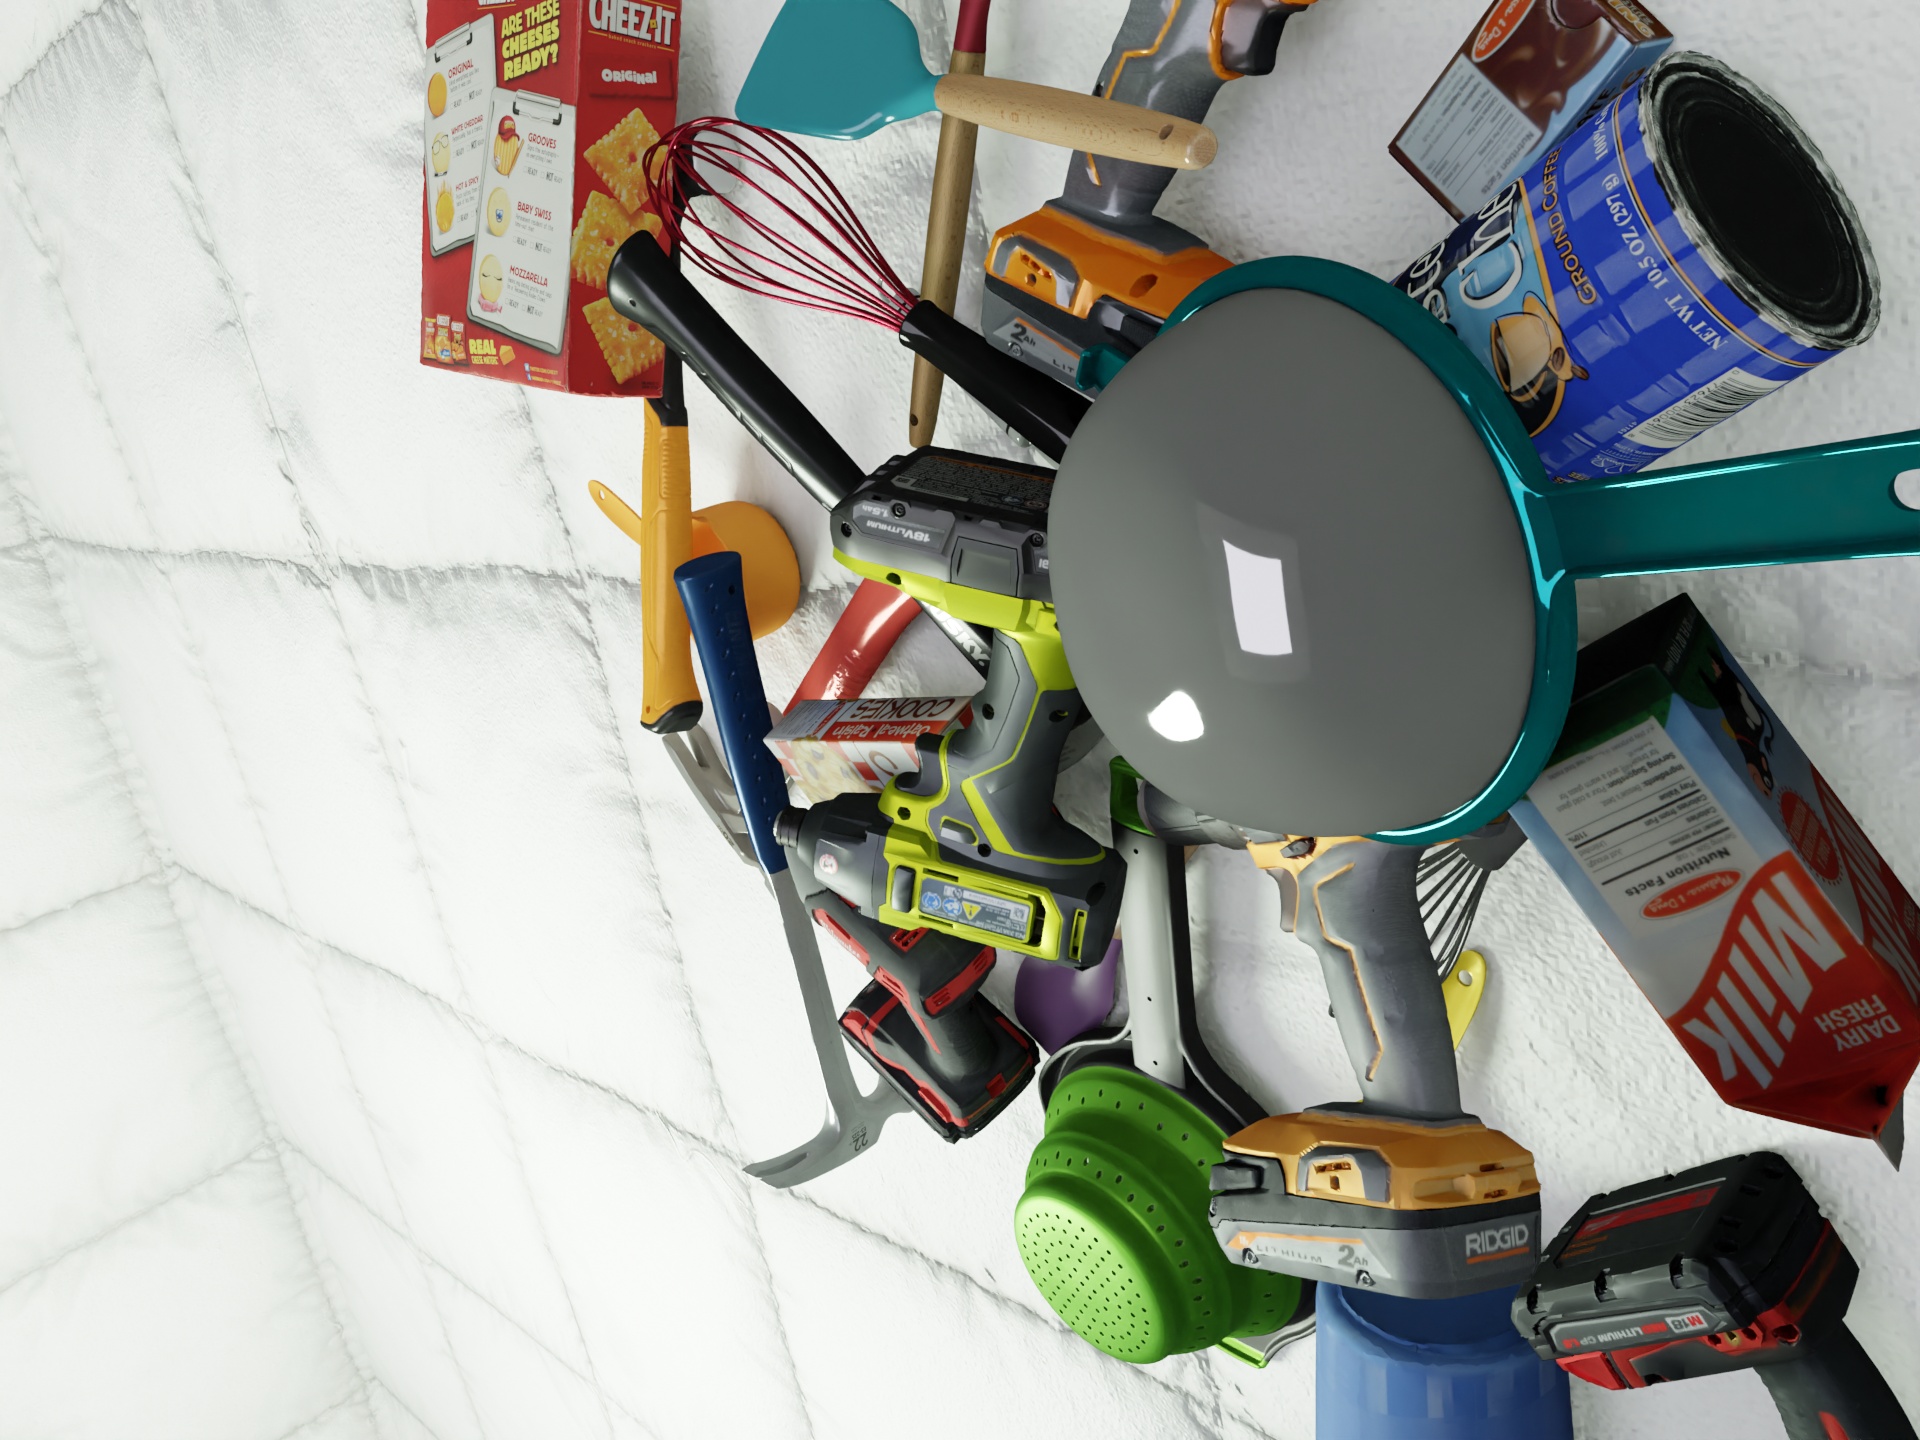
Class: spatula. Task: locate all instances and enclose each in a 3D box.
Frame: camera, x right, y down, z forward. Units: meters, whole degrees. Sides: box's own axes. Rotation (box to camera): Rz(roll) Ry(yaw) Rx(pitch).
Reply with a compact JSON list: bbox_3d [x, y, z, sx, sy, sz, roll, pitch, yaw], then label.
[{"bbox_3d":[0.091,0.095,0.842,0.060,0.018,0.315,46,140,17],"label":"spatula"},{"bbox_3d":[-0.002,-0.244,0.614,0.082,0.044,0.318,-59,36,9],"label":"spatula"}]

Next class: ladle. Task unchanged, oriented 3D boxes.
[{"bbox_3d":[0.001,-0.270,0.706,0.069,0.031,0.315,34,128,36],"label":"ladle"}]

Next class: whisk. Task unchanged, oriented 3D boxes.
[{"bbox_3d":[-0.035,-0.190,0.721,0.296,0.073,0.073,38,136,18],"label":"whisk"},{"bbox_3d":[0.217,0.052,0.654,0.055,0.055,0.238,47,135,20],"label":"whisk"}]

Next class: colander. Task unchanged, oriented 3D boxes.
[{"bbox_3d":[0.086,0.207,0.831,0.205,0.094,0.396,19,128,41],"label":"colander"}]

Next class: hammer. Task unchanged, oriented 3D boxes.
[{"bbox_3d":[-0.045,-0.105,0.780,0.334,0.035,0.146,46,148,-11],"label":"hammer"},{"bbox_3d":[-0.176,-0.160,0.925,0.127,0.034,0.337,11,104,45],"label":"hammer"},{"bbox_3d":[-0.109,0.098,0.958,0.035,0.144,0.405,10,121,42],"label":"hammer"},{"bbox_3d":[-0.088,-0.021,0.969,0.149,0.036,0.359,53,142,13],"label":"hammer"}]

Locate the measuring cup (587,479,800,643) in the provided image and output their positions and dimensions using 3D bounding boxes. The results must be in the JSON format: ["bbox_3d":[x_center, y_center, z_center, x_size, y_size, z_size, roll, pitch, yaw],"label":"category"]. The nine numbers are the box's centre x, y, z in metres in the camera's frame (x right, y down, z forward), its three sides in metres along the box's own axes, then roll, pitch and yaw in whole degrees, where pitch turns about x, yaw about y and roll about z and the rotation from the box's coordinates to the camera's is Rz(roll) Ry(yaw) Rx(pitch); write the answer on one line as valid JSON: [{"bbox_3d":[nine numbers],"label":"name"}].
[{"bbox_3d":[-0.166,-0.113,0.994,0.174,0.052,0.095,39,136,31],"label":"measuring cup"}]

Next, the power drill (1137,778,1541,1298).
[{"bbox_3d":[0.145,0.105,0.653,0.185,0.084,0.226,-14,75,54],"label":"power drill"}]

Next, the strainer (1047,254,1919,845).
[{"bbox_3d":[0.120,-0.040,0.480,0.340,0.095,0.211,2,112,64],"label":"strainer"}]

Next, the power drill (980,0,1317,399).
[{"bbox_3d":[0.094,-0.232,0.601,0.164,0.084,0.226,35,130,32],"label":"power drill"}]

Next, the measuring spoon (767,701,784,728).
[{"bbox_3d":[-0.124,0.042,1.004,0.034,0.018,0.124,34,135,33],"label":"measuring spoon"}]

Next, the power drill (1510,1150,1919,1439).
[{"bbox_3d":[0.328,0.304,0.646,0.227,0.080,0.188,54,142,7],"label":"power drill"}]

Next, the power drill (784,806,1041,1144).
[{"bbox_3d":[-0.032,0.139,0.894,0.143,0.078,0.219,39,160,31],"label":"power drill"}]

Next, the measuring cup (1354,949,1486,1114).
[{"bbox_3d":[0.216,0.167,0.742,0.062,0.029,0.156,35,122,32],"label":"measuring cup"}]

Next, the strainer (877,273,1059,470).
[{"bbox_3d":[0.035,-0.133,0.760,0.259,0.050,0.086,49,145,23],"label":"strainer"}]

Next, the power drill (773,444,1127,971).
[{"bbox_3d":[-0.001,-0.002,0.726,0.171,0.080,0.223,14,118,14],"label":"power drill"}]
